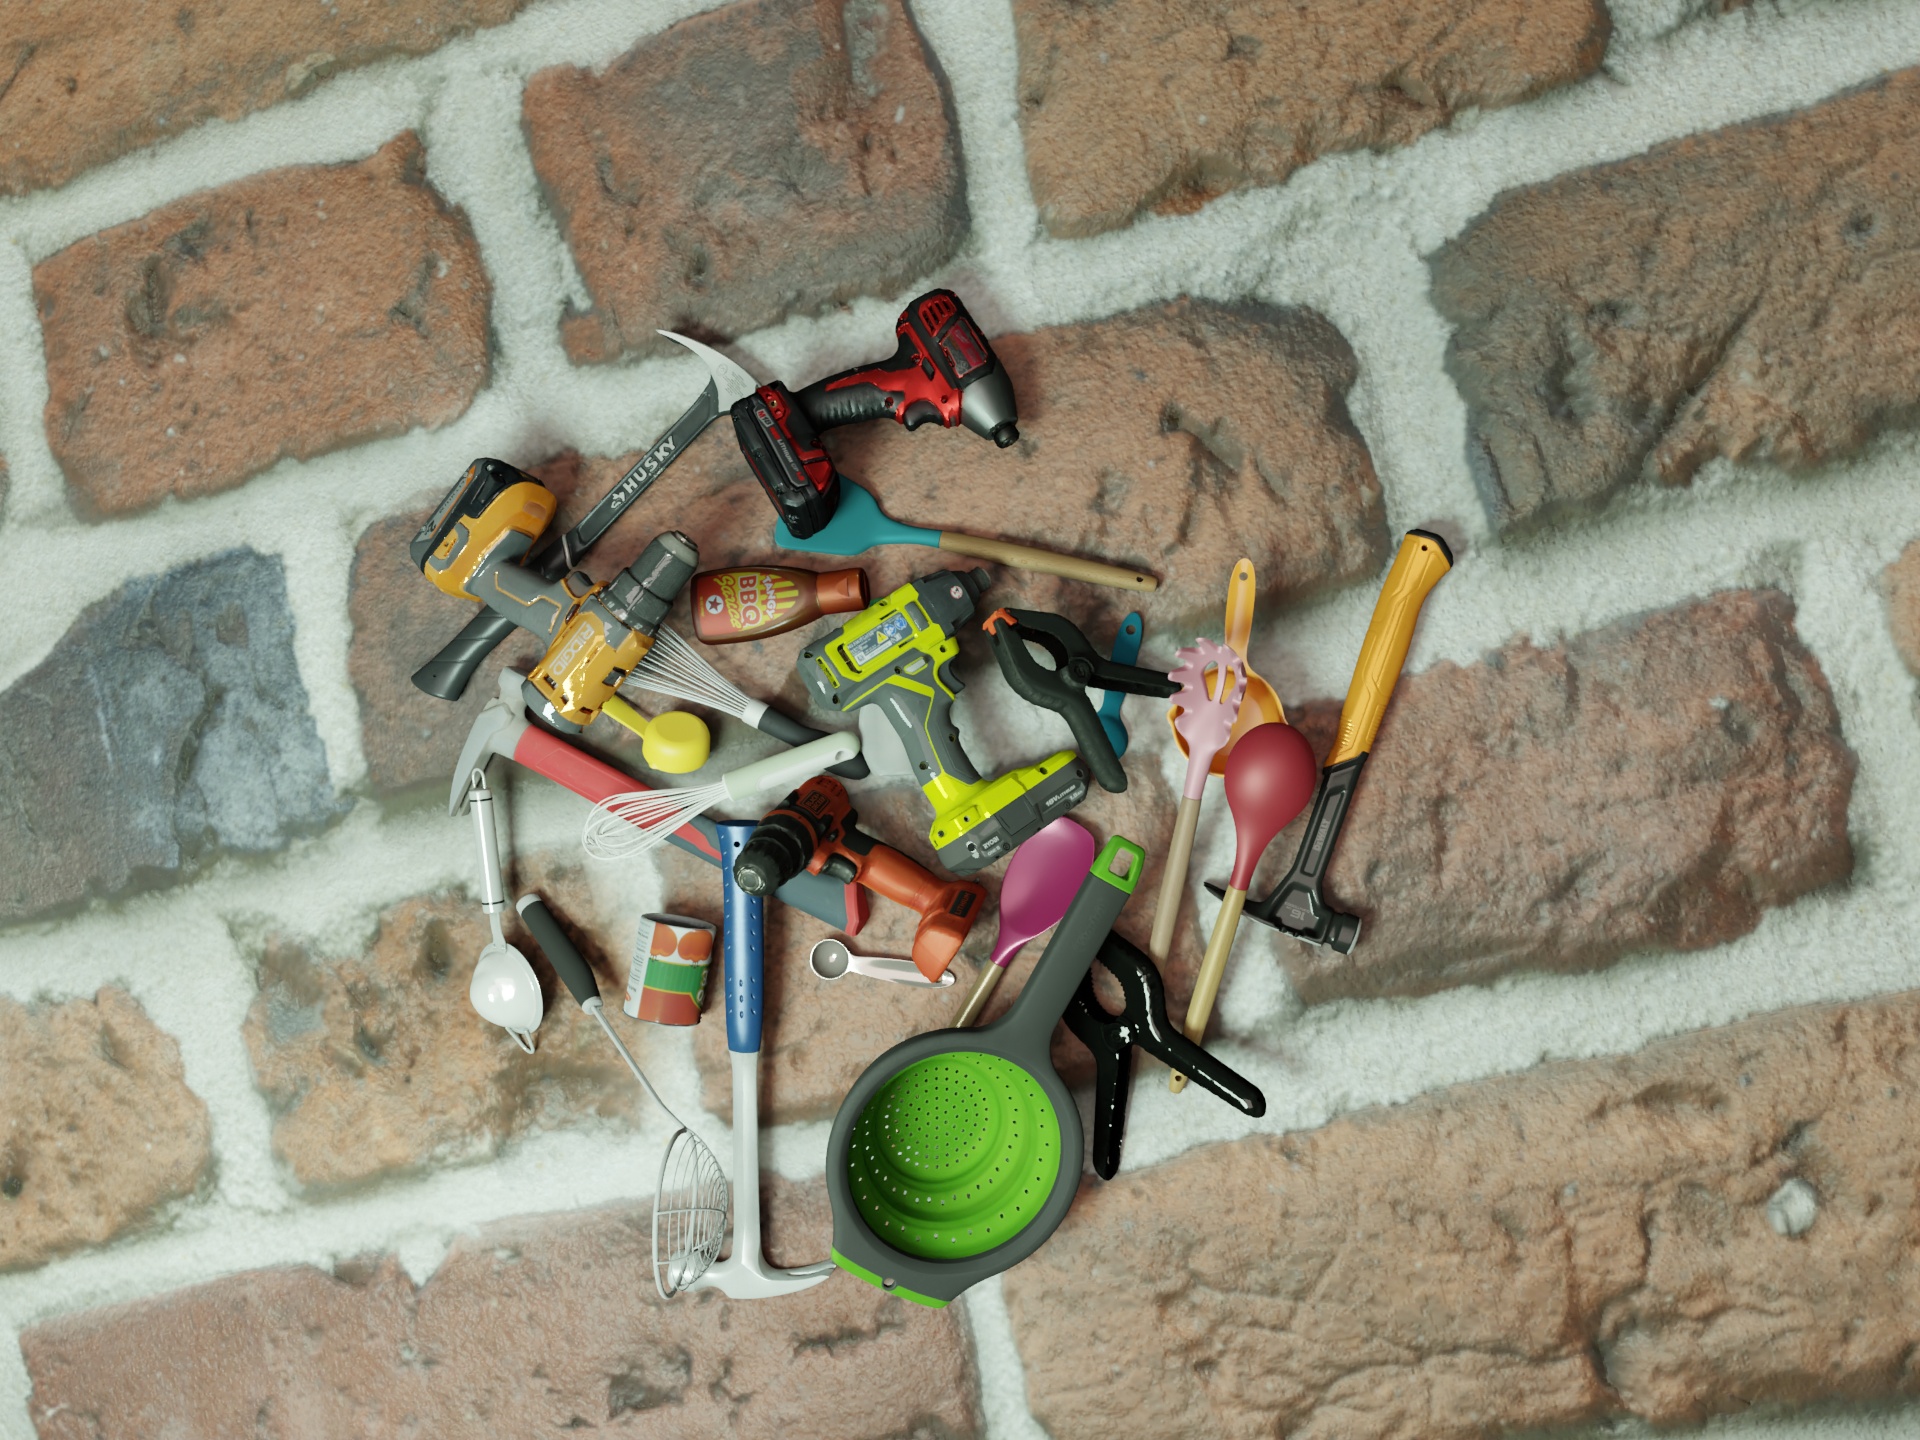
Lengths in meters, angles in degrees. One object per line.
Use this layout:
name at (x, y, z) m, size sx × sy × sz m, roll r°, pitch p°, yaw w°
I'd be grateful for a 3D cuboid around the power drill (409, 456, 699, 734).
power drill at (-0.330, -0.125, 1.311) m, size 0.226 × 0.084 × 0.185 m, roll 43°, pitch 98°, yaw 24°

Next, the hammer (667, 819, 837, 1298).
hammer at (-0.174, 0.286, 1.327) m, size 0.144 × 0.035 × 0.405 m, roll 1°, pitch 96°, yaw 11°

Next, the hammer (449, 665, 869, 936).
hammer at (-0.258, 0.099, 1.368) m, size 0.386 × 0.038 × 0.143 m, roll 27°, pitch 95°, yaw 11°

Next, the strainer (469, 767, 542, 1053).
strainer at (-0.405, 0.169, 1.375) m, size 0.087 × 0.050 × 0.258 m, roll -2°, pitch 96°, yaw 37°

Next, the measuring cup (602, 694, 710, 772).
measuring cup at (-0.280, -0.009, 1.368) m, size 0.157 × 0.062 × 0.029 m, roll 33°, pitch 133°, yaw 19°

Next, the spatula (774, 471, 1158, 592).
spatula at (0.007, -0.147, 1.318) m, size 0.317 × 0.044 × 0.082 m, roll 13°, pitch 79°, yaw 10°

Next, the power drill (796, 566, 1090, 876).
power drill at (-0.002, -0.004, 1.275) m, size 0.171 × 0.080 × 0.223 m, roll -33°, pitch 89°, yaw -15°

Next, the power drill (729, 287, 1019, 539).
power drill at (-0.064, -0.246, 1.297) m, size 0.219 × 0.078 × 0.143 m, roll -30°, pitch 78°, yaw -8°

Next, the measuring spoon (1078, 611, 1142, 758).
measuring spoon at (0.126, -0.027, 1.302) m, size 0.042 × 0.021 × 0.128 m, roll 14°, pitch 92°, yaw 11°

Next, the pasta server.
pasta server at (0.173, 0.086, 1.243) m, size 0.060 × 0.040 × 0.316 m, roll 19°, pitch 110°, yaw 28°

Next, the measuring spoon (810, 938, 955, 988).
measuring spoon at (-0.065, 0.208, 1.342) m, size 0.124 × 0.018 × 0.034 m, roll 9°, pitch 91°, yaw 5°

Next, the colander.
colander at (0.029, 0.263, 1.269) m, size 0.204 × 0.094 × 0.397 m, roll 29°, pitch 91°, yaw -13°

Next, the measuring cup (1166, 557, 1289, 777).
measuring cup at (0.219, -0.040, 1.270) m, size 0.095 × 0.052 × 0.173 m, roll 6°, pitch 88°, yaw 11°

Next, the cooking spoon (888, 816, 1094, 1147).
cooking spoon at (0.018, 0.223, 1.320) m, size 0.069 × 0.017 × 0.319 m, roll 32°, pitch 95°, yaw 27°

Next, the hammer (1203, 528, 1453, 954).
hammer at (0.305, 0.008, 1.260) m, size 0.127 × 0.034 × 0.337 m, roll 20°, pitch 93°, yaw 10°

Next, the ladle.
ladle at (0.209, 0.153, 1.247) m, size 0.069 × 0.031 × 0.315 m, roll 17°, pitch 106°, yaw 10°

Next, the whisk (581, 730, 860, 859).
whisk at (-0.199, 0.059, 1.316) m, size 0.246 × 0.057 × 0.059 m, roll -20°, pitch 53°, yaw 3°

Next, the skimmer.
skimmer at (-0.299, 0.298, 1.313) m, size 0.090 × 0.127 × 0.364 m, roll -34°, pitch 64°, yaw -14°

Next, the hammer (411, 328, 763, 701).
hammer at (-0.333, -0.166, 1.391) m, size 0.409 × 0.036 × 0.149 m, roll -43°, pitch 80°, yaw 8°

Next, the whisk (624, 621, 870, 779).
whisk at (-0.203, -0.020, 1.354) m, size 0.284 × 0.070 × 0.070 m, roll 28°, pitch 94°, yaw 6°
